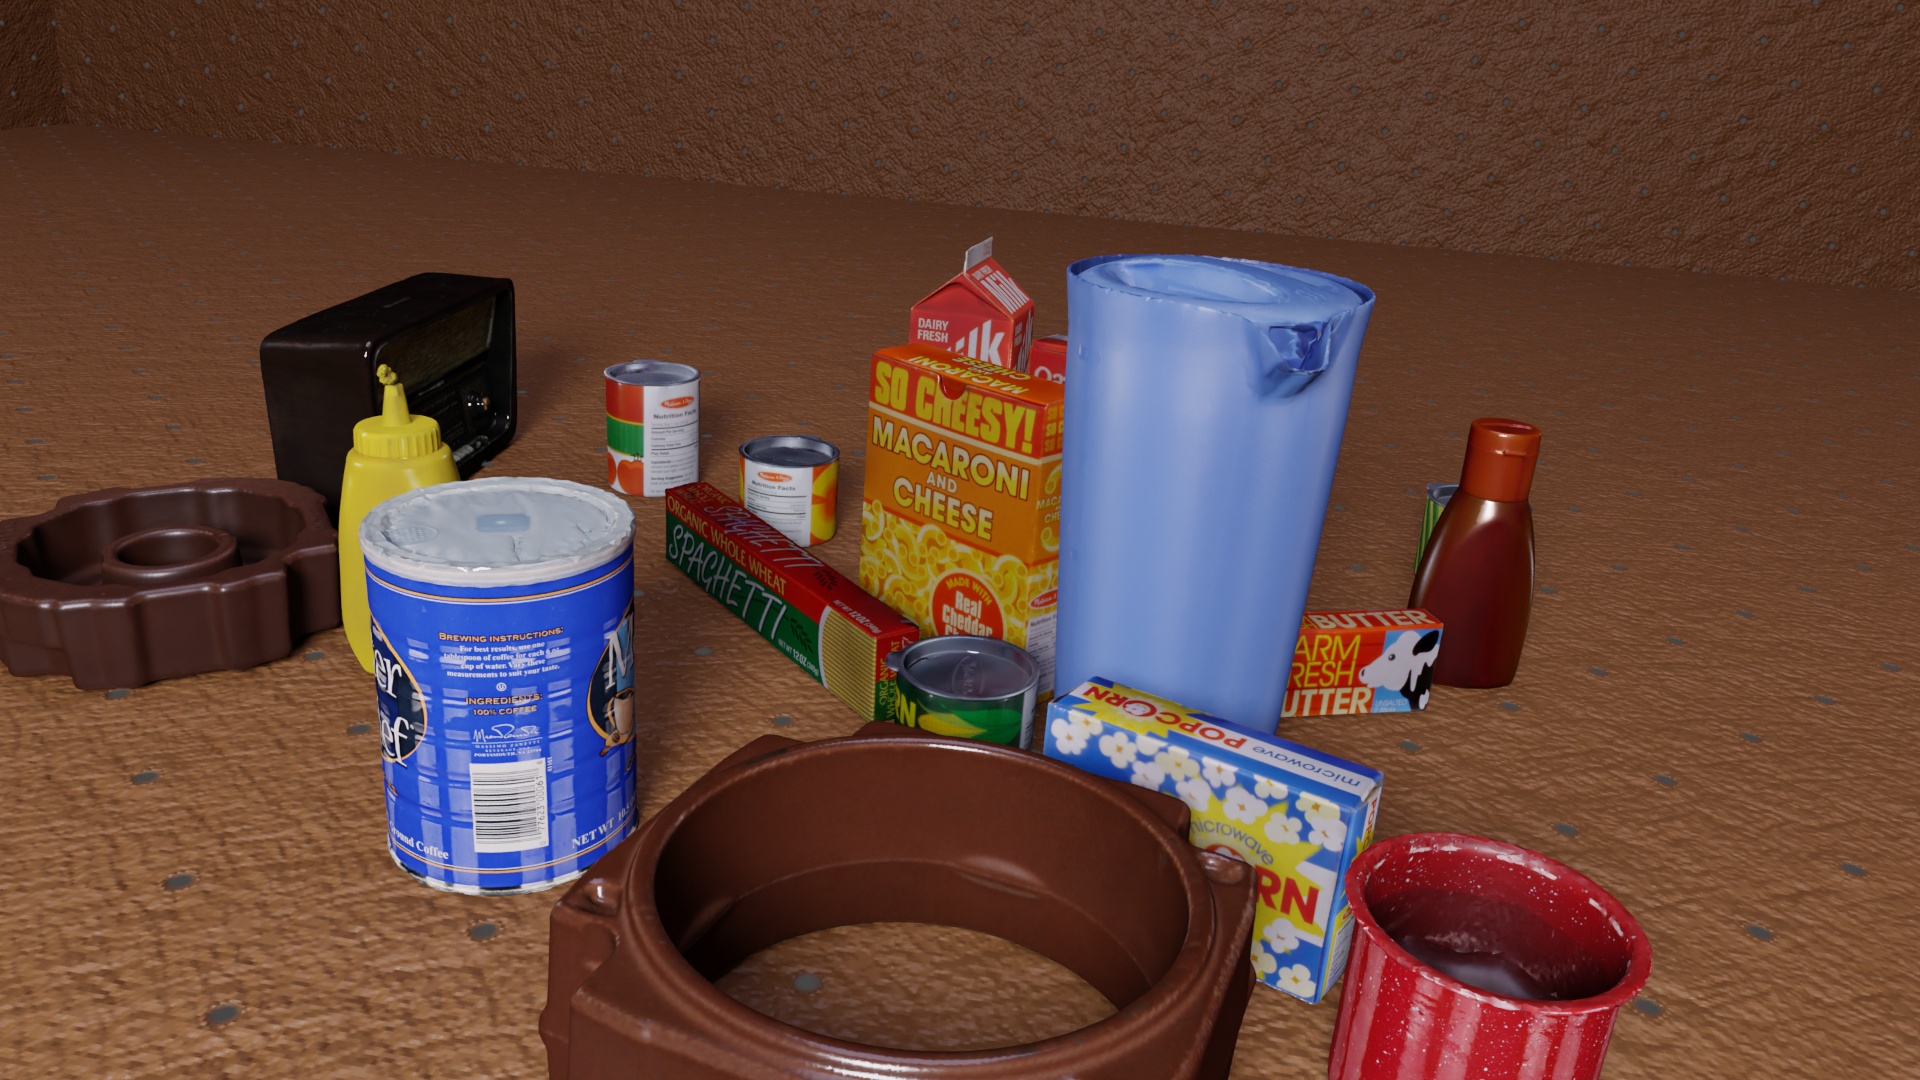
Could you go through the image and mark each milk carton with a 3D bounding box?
[{"bbox_3d":[0.006,-0.111,0.965,0.073,0.189,0.072,9,21,12],"label":"milk carton"}]

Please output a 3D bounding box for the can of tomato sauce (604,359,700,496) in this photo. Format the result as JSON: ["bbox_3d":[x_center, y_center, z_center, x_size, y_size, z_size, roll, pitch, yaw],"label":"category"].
[{"bbox_3d":[-0.220,-0.081,0.993,0.071,0.082,0.071,4,21,-1],"label":"can of tomato sauce"}]

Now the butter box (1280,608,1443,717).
[{"bbox_3d":[0.201,0.065,0.736,0.104,0.053,0.024,-1,21,-13],"label":"butter box"}]

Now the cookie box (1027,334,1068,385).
[{"bbox_3d":[0.095,-0.025,0.792,0.123,0.166,0.040,13,22,23],"label":"cookie box"}]

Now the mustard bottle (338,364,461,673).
[{"bbox_3d":[-0.276,-0.011,0.694,0.065,0.159,0.049,3,21,-4],"label":"mustard bottle"}]

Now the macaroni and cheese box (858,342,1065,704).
[{"bbox_3d":[0.003,-0.009,0.734,0.124,0.165,0.040,22,27,39],"label":"macaroni and cheese box"}]

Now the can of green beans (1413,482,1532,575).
[{"bbox_3d":[0.340,0.000,0.926,0.071,0.057,0.071,4,21,-1],"label":"can of green beans"}]

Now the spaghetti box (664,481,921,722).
[{"bbox_3d":[-0.103,0.027,0.781,0.029,0.050,0.250,-11,26,-34],"label":"spaghetti box"}]

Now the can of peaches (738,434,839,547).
[{"bbox_3d":[-0.113,-0.034,0.926,0.071,0.057,0.071,4,21,-1],"label":"can of peaches"}]

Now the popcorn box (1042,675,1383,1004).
[{"bbox_3d":[0.094,0.114,0.545,0.127,0.085,0.038,17,24,29],"label":"popcorn box"}]

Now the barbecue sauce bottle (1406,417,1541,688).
[{"bbox_3d":[0.288,0.008,0.769,0.065,0.148,0.044,4,21,1],"label":"barbecue sauce bottle"}]

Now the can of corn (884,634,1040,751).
[{"bbox_3d":[-0.001,0.083,0.644,0.071,0.058,0.071,4,21,-1],"label":"can of corn"}]
